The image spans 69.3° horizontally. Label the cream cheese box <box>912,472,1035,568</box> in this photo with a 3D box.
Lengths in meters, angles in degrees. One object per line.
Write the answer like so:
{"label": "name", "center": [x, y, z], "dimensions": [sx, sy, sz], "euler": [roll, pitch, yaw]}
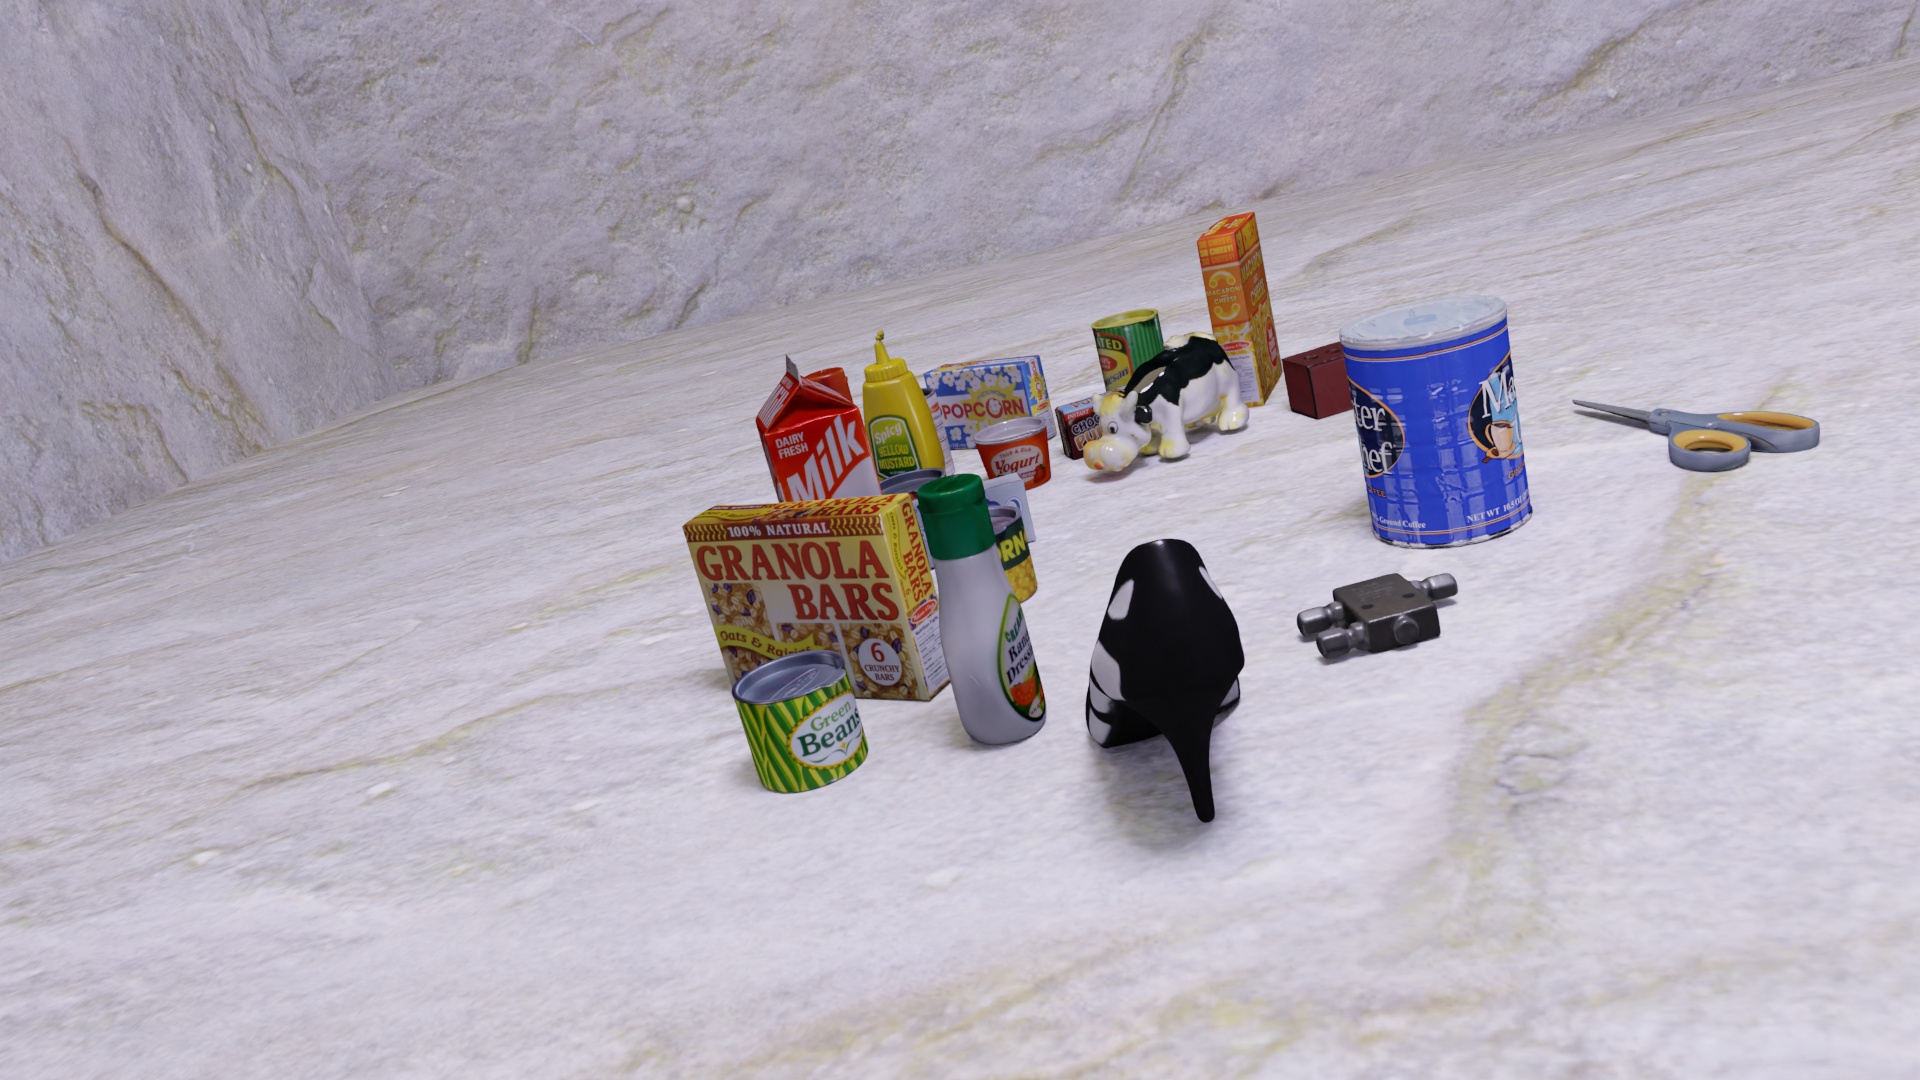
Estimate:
{"label": "cream cheese box", "center": [0.004, -0.014, 1.090], "dimensions": [0.104, 0.053, 0.024], "euler": [-15, 17, -4]}

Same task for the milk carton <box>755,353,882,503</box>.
{"label": "milk carton", "center": [-0.102, -0.044, 1.038], "dimensions": [0.073, 0.190, 0.072], "euler": [-17, 17, -10]}

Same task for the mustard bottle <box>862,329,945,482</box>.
{"label": "mustard bottle", "center": [-0.060, -0.115, 1.278], "dimensions": [0.065, 0.159, 0.049], "euler": [-7, 18, 24]}

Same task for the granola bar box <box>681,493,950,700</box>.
{"label": "granola bar box", "center": [-0.091, 0.037, 0.887], "dimensions": [0.165, 0.123, 0.039], "euler": [-2, 21, 35]}

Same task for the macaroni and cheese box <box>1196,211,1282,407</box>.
{"label": "macaroni and cheese box", "center": [0.272, -0.224, 1.347], "dimensions": [0.040, 0.166, 0.124], "euler": [-7, 18, 24]}

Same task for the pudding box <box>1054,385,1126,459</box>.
{"label": "pudding box", "center": [0.135, -0.112, 1.301], "dimensions": [0.084, 0.049, 0.030], "euler": [-18, 17, -11]}

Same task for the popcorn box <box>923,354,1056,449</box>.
{"label": "popcorn box", "center": [0.030, -0.139, 1.410], "dimensions": [0.126, 0.085, 0.038], "euler": [0, 22, 39]}

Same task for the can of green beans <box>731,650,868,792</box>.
{"label": "can of green beans", "center": [-0.091, 0.103, 0.792], "dimensions": [0.071, 0.057, 0.071], "euler": [-13, 17, 4]}

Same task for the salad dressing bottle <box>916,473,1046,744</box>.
{"label": "salad dressing bottle", "center": [0.010, 0.038, 0.764], "dimensions": [0.044, 0.147, 0.064], "euler": [-6, 19, 25]}

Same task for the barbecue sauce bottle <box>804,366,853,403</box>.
{"label": "barbecue sauce bottle", "center": [-0.099, -0.074, 1.202], "dimensions": [0.044, 0.148, 0.065], "euler": [-15, 17, -3]}

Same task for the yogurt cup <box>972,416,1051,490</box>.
{"label": "yogurt cup", "center": [0.050, -0.076, 1.249], "dimensions": [0.072, 0.053, 0.072], "euler": [-13, 17, 4]}

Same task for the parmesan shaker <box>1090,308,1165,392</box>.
{"label": "parmesan shaker", "center": [0.172, -0.168, 1.357], "dimensions": [0.071, 0.102, 0.071], "euler": [-13, 17, 4]}

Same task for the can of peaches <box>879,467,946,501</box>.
{"label": "can of peaches", "center": [-0.036, -0.021, 1.138], "dimensions": [0.071, 0.058, 0.071], "euler": [-13, 17, 4]}

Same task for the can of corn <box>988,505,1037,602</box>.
{"label": "can of corn", "center": [0.018, 0.014, 0.982], "dimensions": [0.071, 0.058, 0.071], "euler": [-13, 17, 4]}

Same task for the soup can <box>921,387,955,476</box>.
{"label": "soup can", "center": [-0.049, -0.098, 1.347], "dimensions": [0.071, 0.083, 0.071], "euler": [-13, 17, 4]}
